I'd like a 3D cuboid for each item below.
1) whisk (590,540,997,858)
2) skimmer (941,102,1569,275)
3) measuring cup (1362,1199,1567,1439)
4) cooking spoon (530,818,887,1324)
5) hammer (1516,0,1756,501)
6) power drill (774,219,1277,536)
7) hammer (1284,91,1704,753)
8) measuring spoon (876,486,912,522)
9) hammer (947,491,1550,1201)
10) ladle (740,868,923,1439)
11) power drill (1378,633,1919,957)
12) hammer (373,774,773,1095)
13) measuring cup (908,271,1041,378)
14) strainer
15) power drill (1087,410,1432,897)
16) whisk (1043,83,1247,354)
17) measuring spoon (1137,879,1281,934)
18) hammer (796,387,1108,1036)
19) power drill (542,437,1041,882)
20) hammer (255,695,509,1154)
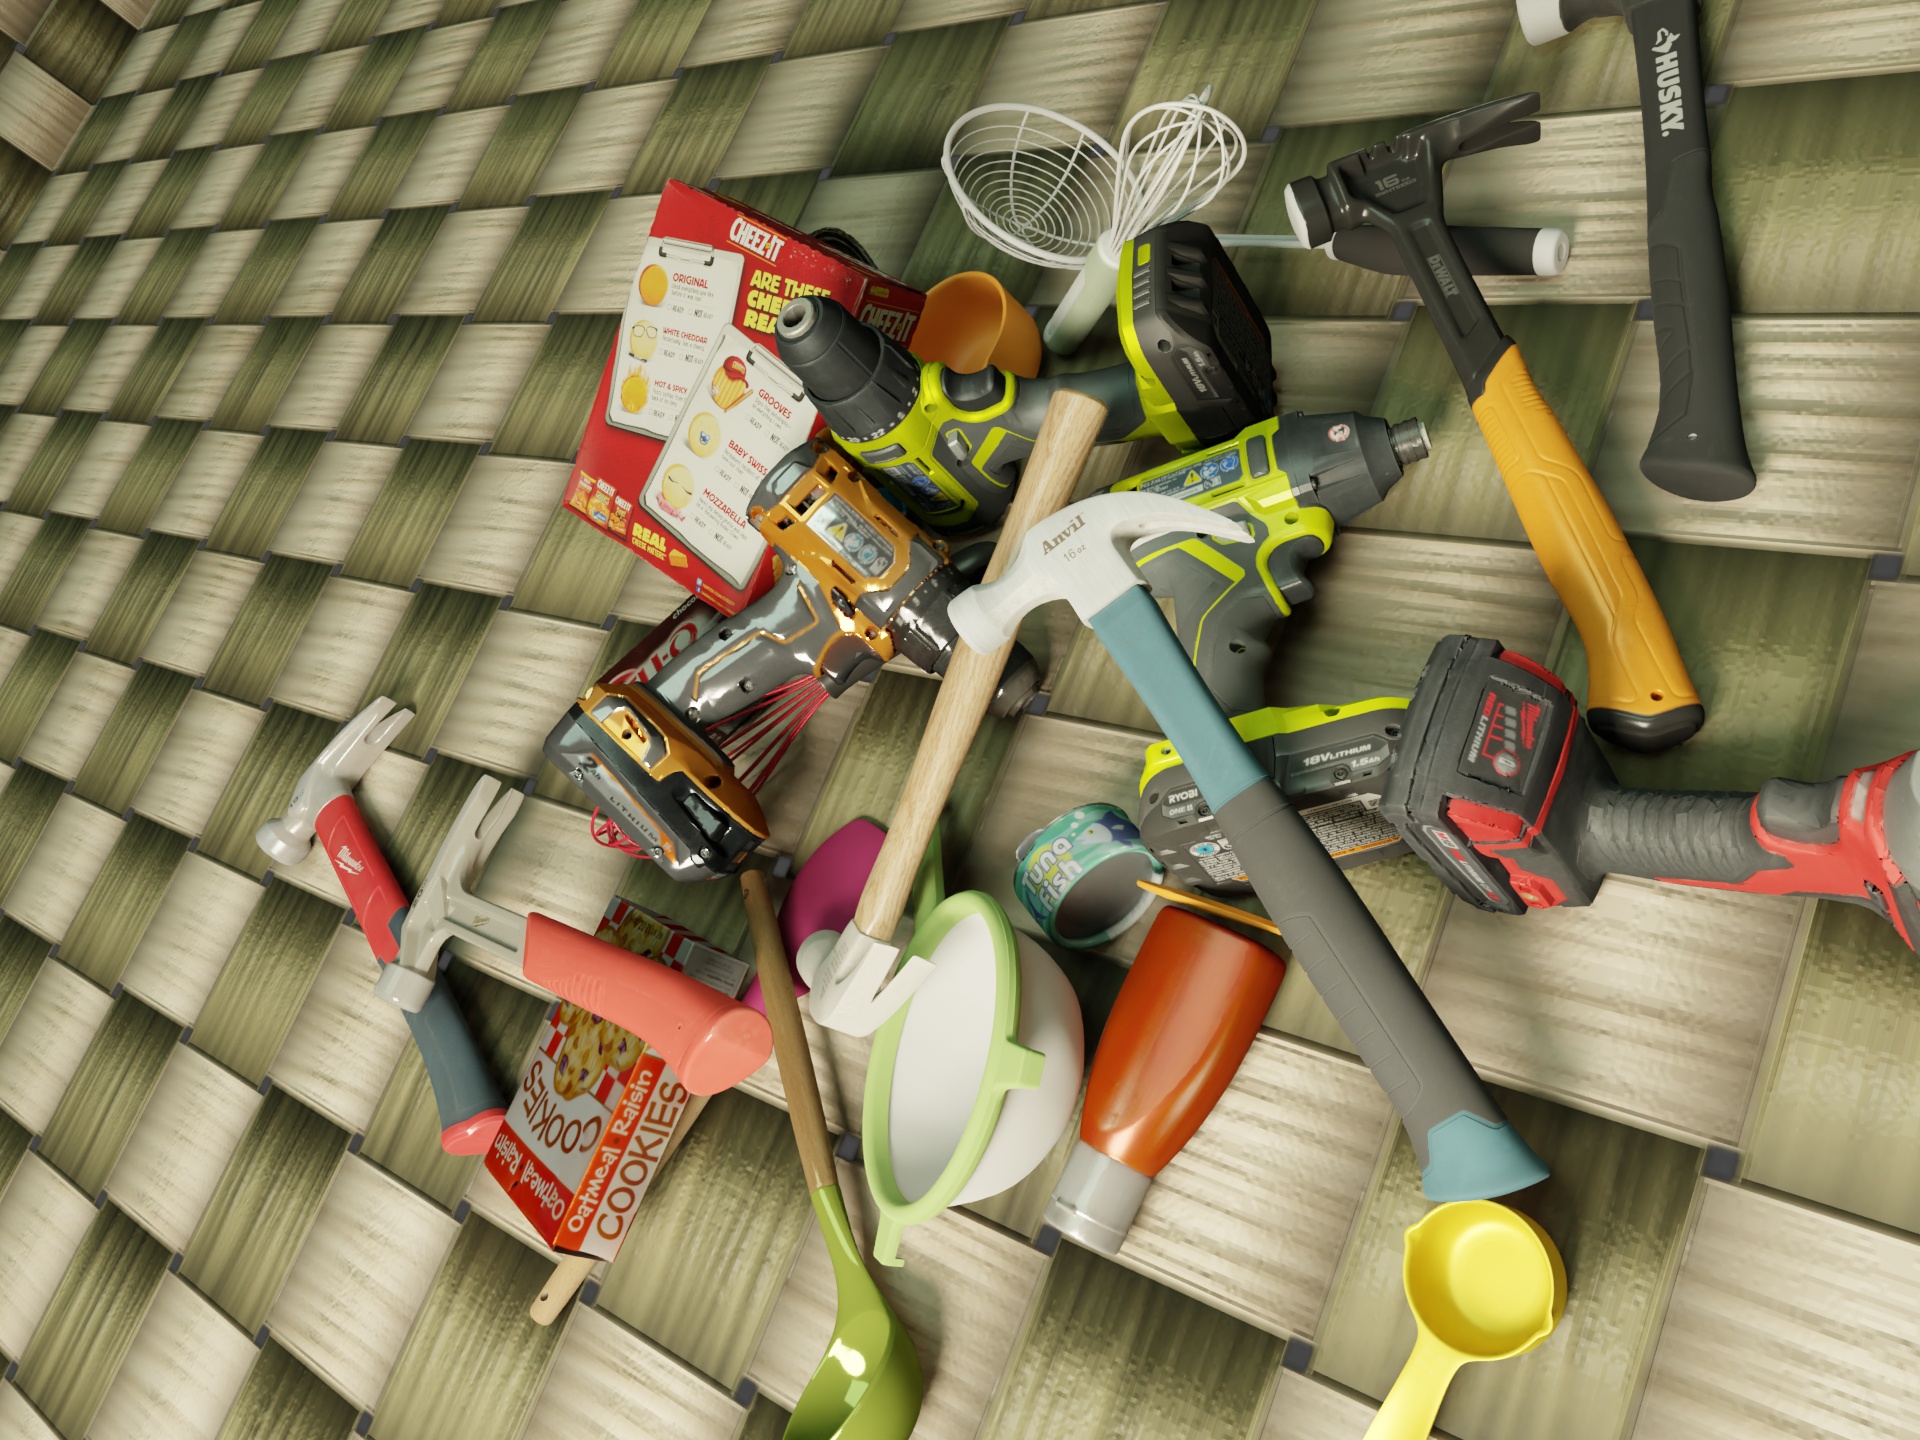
[{"bbox_3d":[-0.094,-0.011,0.918,0.296,0.073,0.073,-36,50,8],"label":"whisk"},{"bbox_3d":[0.150,-0.292,0.872,0.363,0.090,0.127,16,45,38],"label":"skimmer"},{"bbox_3d":[0.178,0.254,0.600,0.062,0.029,0.156,28,96,42],"label":"measuring cup"},{"bbox_3d":[-0.135,0.190,0.861,0.069,0.017,0.319,31,85,43],"label":"cooking spoon"},{"bbox_3d":[0.343,-0.249,0.745,0.146,0.035,0.335,-10,60,33],"label":"hammer"},{"bbox_3d":[0.033,-0.179,0.832,0.228,0.190,0.080,-9,64,27],"label":"power drill"},{"bbox_3d":[0.258,-0.140,0.719,0.127,0.034,0.337,-20,63,11],"label":"hammer"},{"bbox_3d":[-0.075,-0.094,0.981,0.128,0.021,0.042,-38,59,25],"label":"measuring spoon"},{"bbox_3d":[0.120,0.043,0.642,0.128,0.033,0.331,-37,66,17],"label":"hammer"},{"bbox_3d":[-0.082,0.205,0.779,0.078,0.062,0.321,-46,47,32],"label":"ladle"},{"bbox_3d":[0.274,0.033,0.568,0.220,0.143,0.078,10,69,42],"label":"power drill"},{"bbox_3d":[-0.209,0.120,0.856,0.359,0.036,0.149,8,69,50],"label":"hammer"},{"bbox_3d":[-0.021,-0.188,0.969,0.173,0.052,0.095,-49,47,13],"label":"measuring cup"},{"bbox_3d":[0.010,0.126,0.769,0.257,0.069,0.151,-96,30,-52],"label":"strainer"},{"bbox_3d":[0.150,-0.043,0.746,0.171,0.080,0.223,-18,54,23],"label":"power drill"},{"bbox_3d":[0.086,-0.254,0.840,0.246,0.059,0.058,137,148,-72],"label":"whisk"},{"bbox_3d":[0.130,0.093,0.709,0.117,0.021,0.011,18,93,29],"label":"measuring spoon"},{"bbox_3d":[-0.001,-0.002,0.772,0.331,0.031,0.130,-68,17,3],"label":"hammer"},{"bbox_3d":[-0.085,-0.013,0.853,0.185,0.084,0.226,42,87,7],"label":"power drill"},{"bbox_3d":[-0.362,0.131,1.047,0.143,0.038,0.387,-48,48,2],"label":"hammer"}]
